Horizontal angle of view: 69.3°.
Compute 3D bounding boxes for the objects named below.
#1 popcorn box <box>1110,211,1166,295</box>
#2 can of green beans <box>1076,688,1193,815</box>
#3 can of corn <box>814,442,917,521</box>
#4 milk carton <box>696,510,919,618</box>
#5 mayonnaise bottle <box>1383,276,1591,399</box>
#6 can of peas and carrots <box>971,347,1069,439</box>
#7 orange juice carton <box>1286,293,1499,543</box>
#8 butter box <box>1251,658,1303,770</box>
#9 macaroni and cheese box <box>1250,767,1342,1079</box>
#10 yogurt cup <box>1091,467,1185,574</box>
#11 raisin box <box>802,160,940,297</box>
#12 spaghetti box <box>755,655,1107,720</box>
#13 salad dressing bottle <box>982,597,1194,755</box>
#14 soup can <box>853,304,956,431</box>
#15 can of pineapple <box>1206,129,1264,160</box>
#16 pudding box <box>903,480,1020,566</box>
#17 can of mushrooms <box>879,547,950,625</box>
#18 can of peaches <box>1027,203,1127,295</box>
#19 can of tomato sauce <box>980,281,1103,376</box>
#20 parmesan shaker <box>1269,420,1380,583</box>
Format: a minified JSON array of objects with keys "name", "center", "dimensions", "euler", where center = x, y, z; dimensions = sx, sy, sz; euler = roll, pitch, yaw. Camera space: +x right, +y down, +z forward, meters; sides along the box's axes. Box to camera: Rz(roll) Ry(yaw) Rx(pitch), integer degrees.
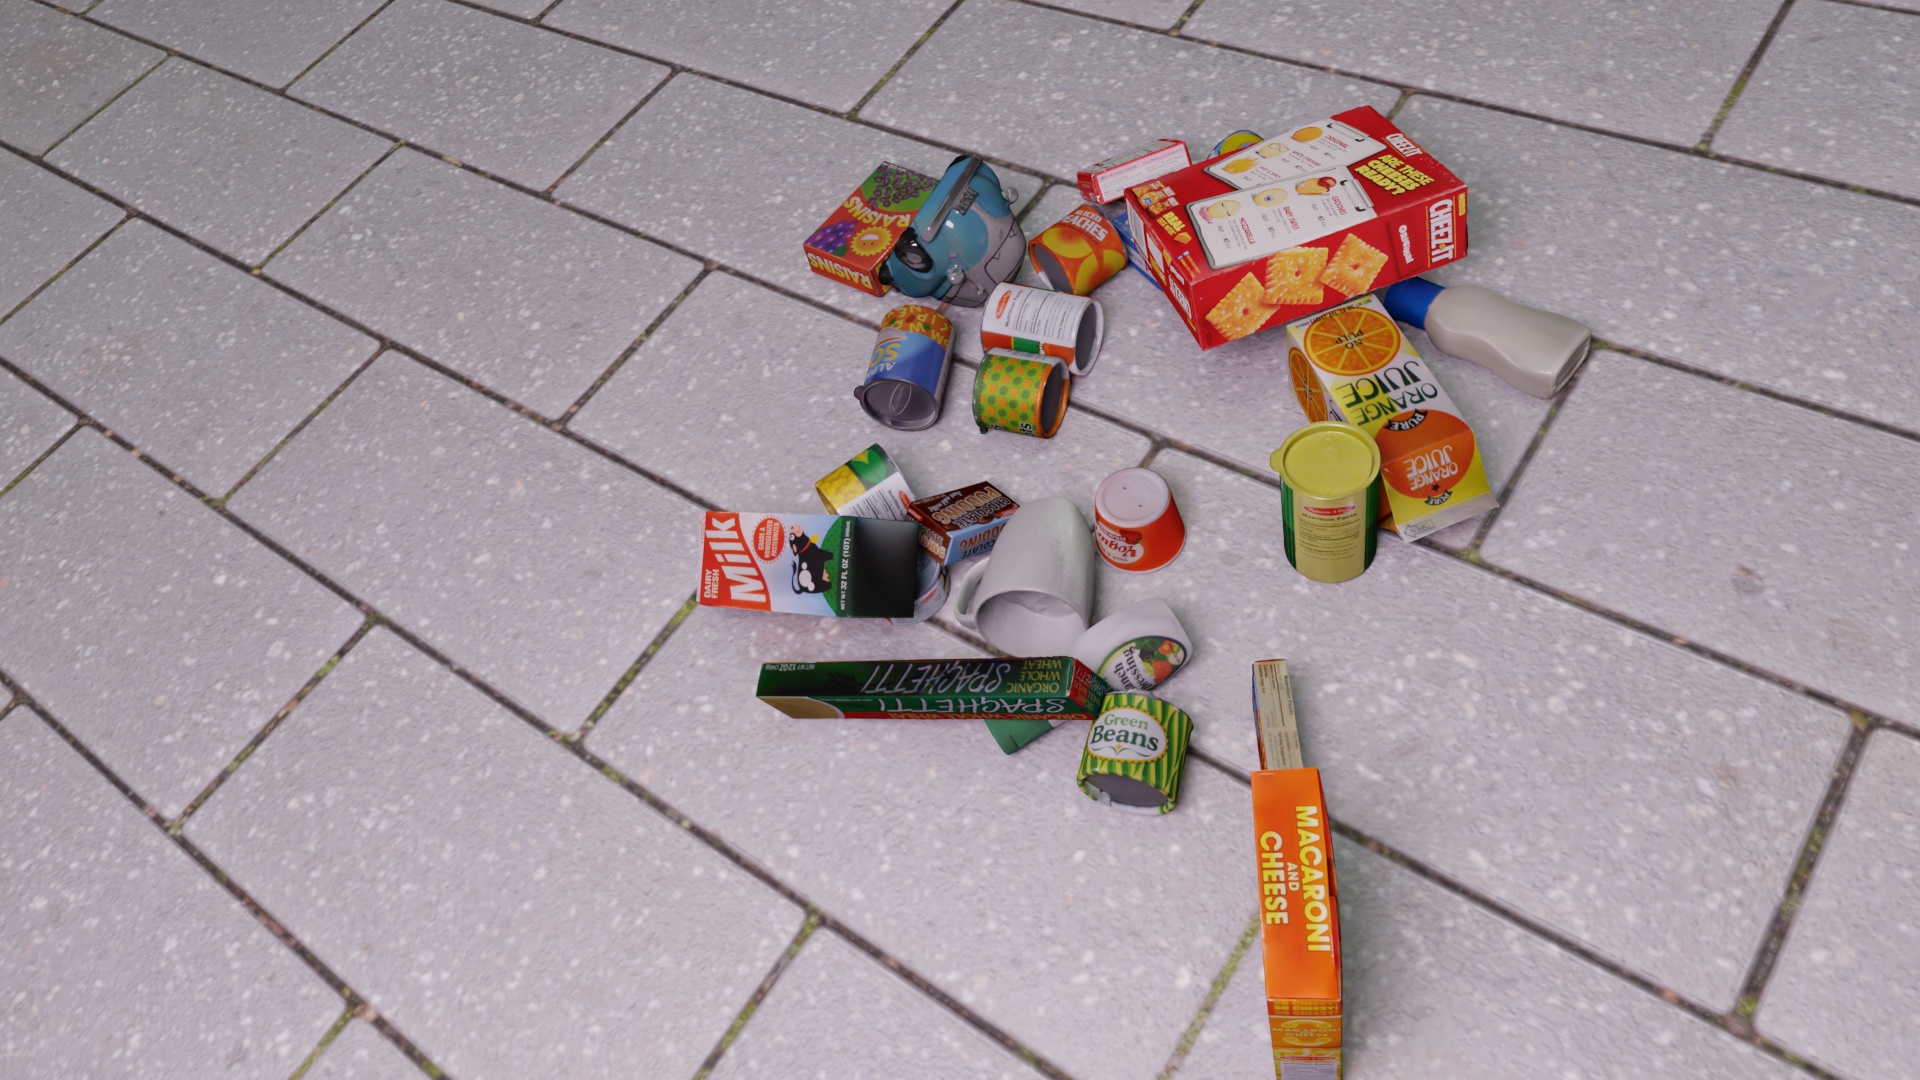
[{"name":"popcorn box","center":[0.197,-0.247,1.173],"dimensions":[0.085,0.038,0.127],"euler":[-32,53,-10]},{"name":"can of green beans","center":[0.113,0.139,0.903],"dimensions":[0.071,0.071,0.058],"euler":[7,58,20]},{"name":"can of corn","center":[-0.073,-0.034,1.079],"dimensions":[0.058,0.071,0.071],"euler":[-34,54,-9]},{"name":"milk carton","center":[-0.127,0.016,1.022],"dimensions":[0.190,0.073,0.072],"euler":[1,88,37]},{"name":"mayonnaise bottle","center":[0.396,-0.162,1.057],"dimensions":[0.148,0.041,0.065],"euler":[33,68,33]},{"name":"can of peas and carrots","center":[0.048,-0.115,1.105],"dimensions":[0.059,0.070,0.071],"euler":[12,60,22]},{"name":"orange juice carton","center":[0.308,-0.082,1.003],"dimensions":[0.072,0.072,0.193],"euler":[-20,53,-1]},{"name":"butter box","center":[0.204,0.133,0.891],"dimensions":[0.024,0.053,0.104],"euler":[-6,55,8]},{"name":"macaroni and cheese box","center":[0.187,0.216,0.765],"dimensions":[0.040,0.165,0.124],"euler":[-4,55,12]},{"name":"yogurt cup","center":[0.129,-0.017,1.018],"dimensions":[0.072,0.053,0.073],"euler":[-7,54,10]},{"name":"raisin box","center":[-0.072,-0.286,1.276],"dimensions":[0.086,0.040,0.124],"euler":[27,65,29]},{"name":"spaghetti box","center":[-0.025,0.101,0.942],"dimensions":[0.250,0.050,0.029],"euler":[-4,63,29]},{"name":"salad dressing bottle","center":[0.086,0.095,0.949],"dimensions":[0.147,0.064,0.044],"euler":[-31,41,3]},{"name":"soup can","center":[-0.045,-0.144,1.147],"dimensions":[0.071,0.071,0.084],"euler":[1,55,16]},{"name":"can of pineapple","center":[0.250,-0.308,1.186],"dimensions":[0.071,0.070,0.058],"euler":[-33,54,-9]},{"name":"pudding box","center":[0.004,-0.013,1.041],"dimensions":[0.084,0.030,0.050],"euler":[-17,46,-41]},{"name":"can of mushrooms","center":[-0.043,0.028,1.047],"dimensions":[0.071,0.033,0.071],"euler":[-8,54,11]},{"name":"can of peaches","center":[0.098,-0.244,1.178],"dimensions":[0.058,0.071,0.071],"euler":[-36,54,-10]},{"name":"can of tomato sauce","center":[0.068,-0.173,1.141],"dimensions":[0.083,0.071,0.071],"euler":[14,60,23]},{"name":"parmesan shaker","center":[0.252,-0.025,0.959],"dimensions":[0.071,0.102,0.071],"euler":[-7,54,10]}]
